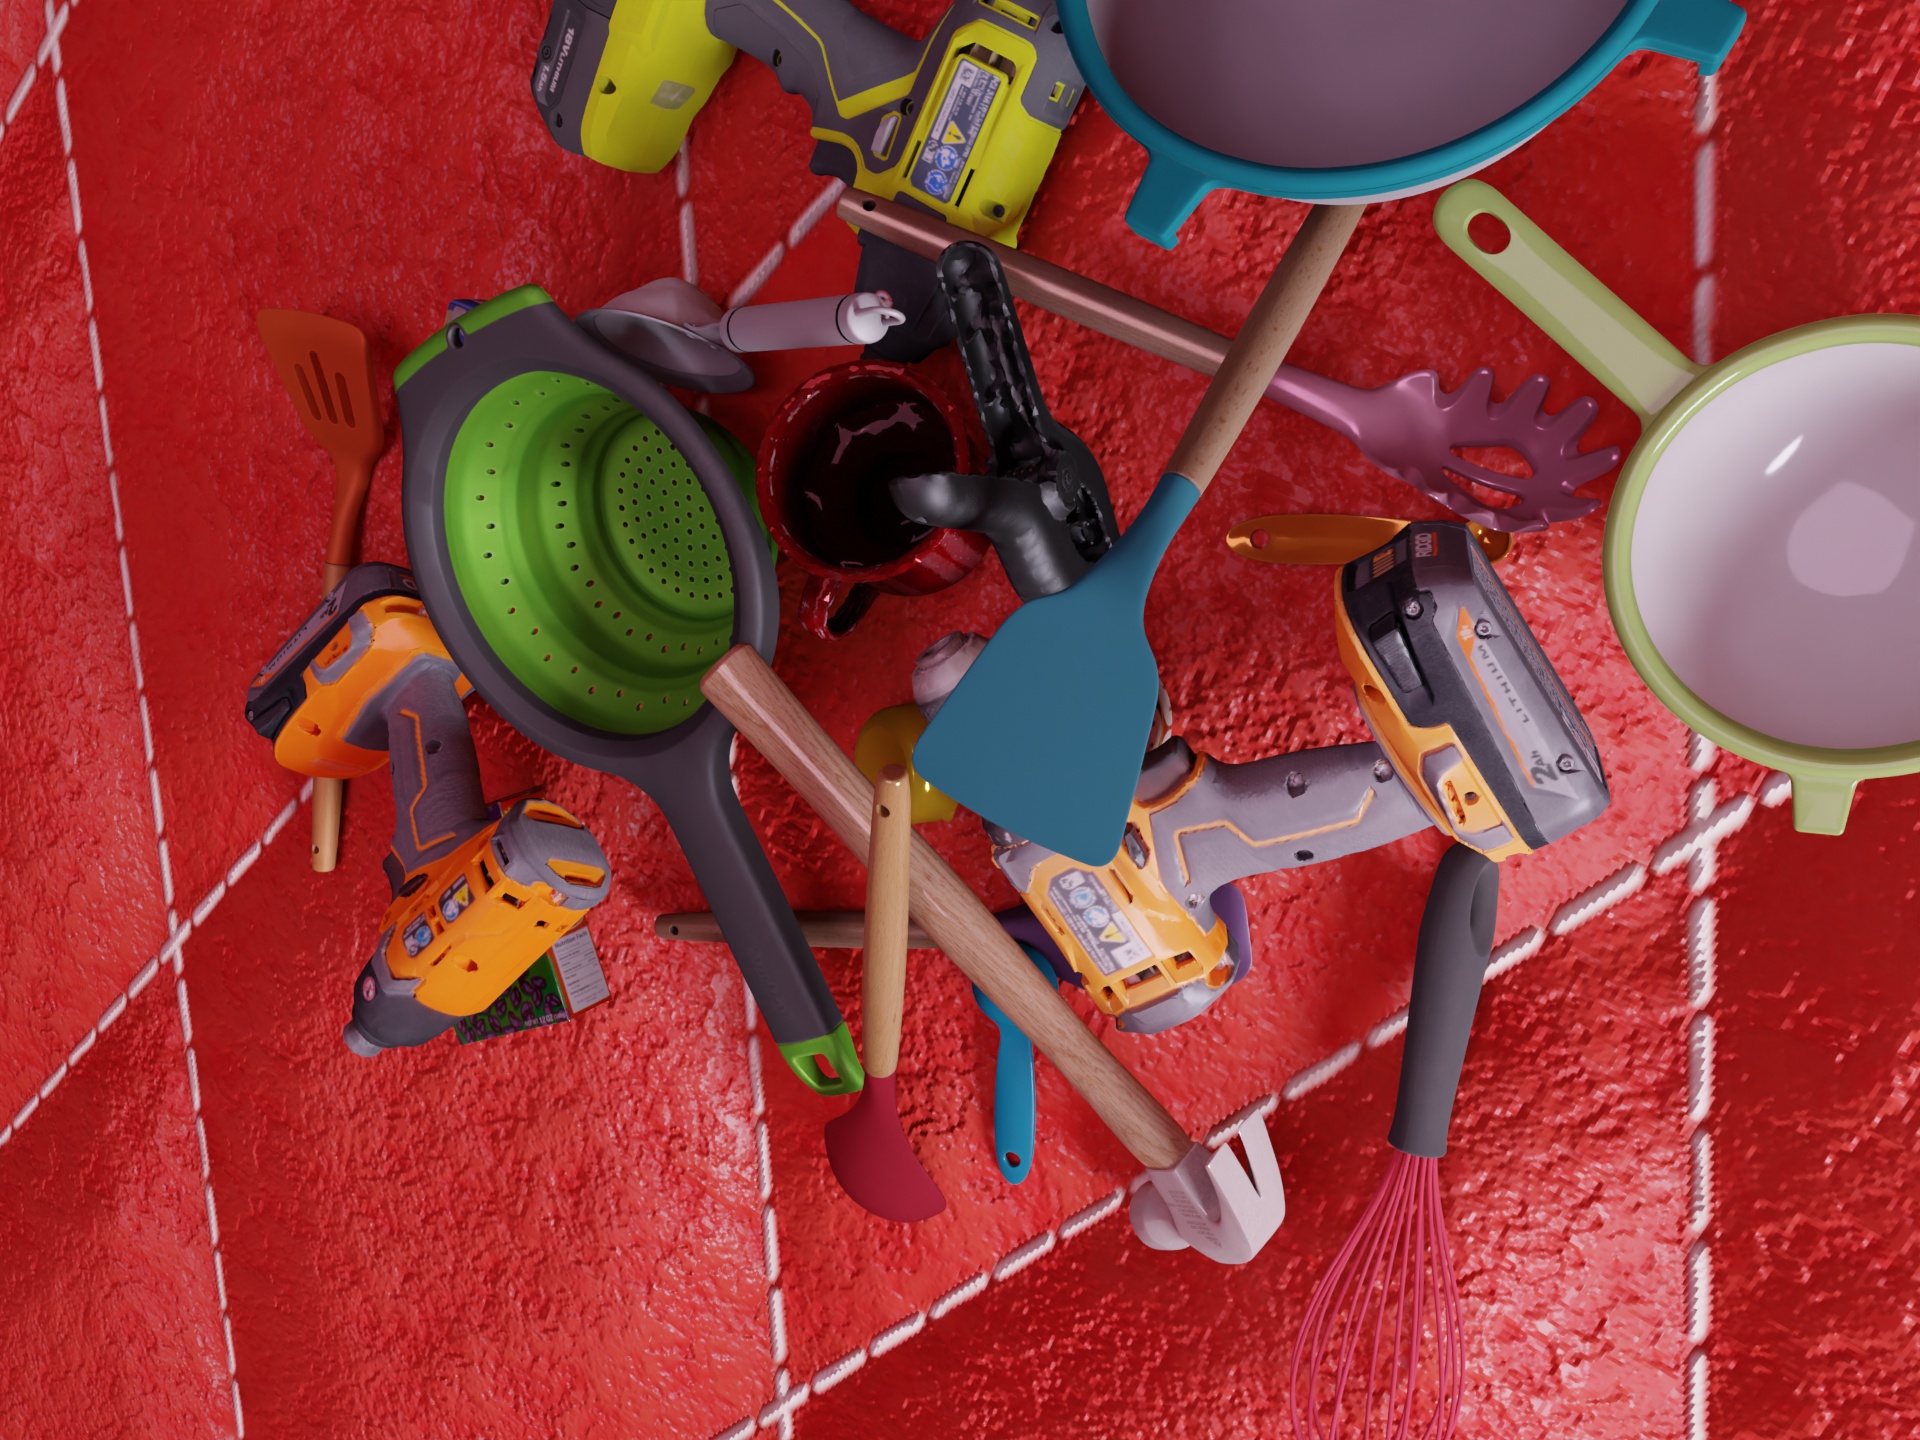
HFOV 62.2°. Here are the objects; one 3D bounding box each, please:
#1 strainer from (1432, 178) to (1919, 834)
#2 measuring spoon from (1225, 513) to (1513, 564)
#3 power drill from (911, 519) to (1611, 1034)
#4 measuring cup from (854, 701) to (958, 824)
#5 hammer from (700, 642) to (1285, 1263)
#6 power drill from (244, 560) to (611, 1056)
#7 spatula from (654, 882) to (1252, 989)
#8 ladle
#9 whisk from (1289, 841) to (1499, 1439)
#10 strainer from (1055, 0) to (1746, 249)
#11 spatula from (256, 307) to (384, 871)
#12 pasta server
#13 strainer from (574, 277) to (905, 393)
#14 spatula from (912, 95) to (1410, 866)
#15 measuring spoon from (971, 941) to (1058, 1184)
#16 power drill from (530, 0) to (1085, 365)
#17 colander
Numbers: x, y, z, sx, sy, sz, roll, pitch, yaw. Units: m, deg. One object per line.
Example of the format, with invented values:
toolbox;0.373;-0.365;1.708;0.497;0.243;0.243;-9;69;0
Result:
strainer;0.266;-0.097;0.552;0.256;0.069;0.151;47;116;13
measuring spoon;0.164;-0.074;0.644;0.117;0.011;0.021;4;101;30
power drill;0.106;0.008;0.619;0.226;0.084;0.185;-29;104;25
measuring cup;-0.001;-0.002;0.698;0.156;0.029;0.062;-43;63;47
hammer;0.012;0.097;0.661;0.331;0.031;0.130;48;155;-2
power drill;-0.282;0.049;0.807;0.164;0.084;0.227;-43;60;16
spatula;-0.016;0.102;0.760;0.316;0.018;0.059;-2;102;26
ladle;-0.032;0.133;0.684;0.069;0.031;0.315;24;137;20
whisk;0.184;0.193;0.654;0.073;0.073;0.296;11;99;25
strainer;0.136;-0.326;0.577;0.211;0.095;0.340;-14;74;18
spatula;-0.358;-0.064;0.893;0.081;0.041;0.322;15;106;23
pasta server;0.094;-0.147;0.616;0.316;0.040;0.060;25;79;8
strainer;-0.095;-0.169;0.685;0.259;0.086;0.050;15;86;54
spatula;0.091;-0.102;0.581;0.082;0.044;0.317;27;75;16
measuring spoon;0.022;0.165;0.741;0.042;0.021;0.128;7;110;22
power drill;-0.070;-0.264;0.693;0.223;0.080;0.171;33;112;15
colander;-0.121;-0.012;0.758;0.204;0.094;0.397;-17;102;34
